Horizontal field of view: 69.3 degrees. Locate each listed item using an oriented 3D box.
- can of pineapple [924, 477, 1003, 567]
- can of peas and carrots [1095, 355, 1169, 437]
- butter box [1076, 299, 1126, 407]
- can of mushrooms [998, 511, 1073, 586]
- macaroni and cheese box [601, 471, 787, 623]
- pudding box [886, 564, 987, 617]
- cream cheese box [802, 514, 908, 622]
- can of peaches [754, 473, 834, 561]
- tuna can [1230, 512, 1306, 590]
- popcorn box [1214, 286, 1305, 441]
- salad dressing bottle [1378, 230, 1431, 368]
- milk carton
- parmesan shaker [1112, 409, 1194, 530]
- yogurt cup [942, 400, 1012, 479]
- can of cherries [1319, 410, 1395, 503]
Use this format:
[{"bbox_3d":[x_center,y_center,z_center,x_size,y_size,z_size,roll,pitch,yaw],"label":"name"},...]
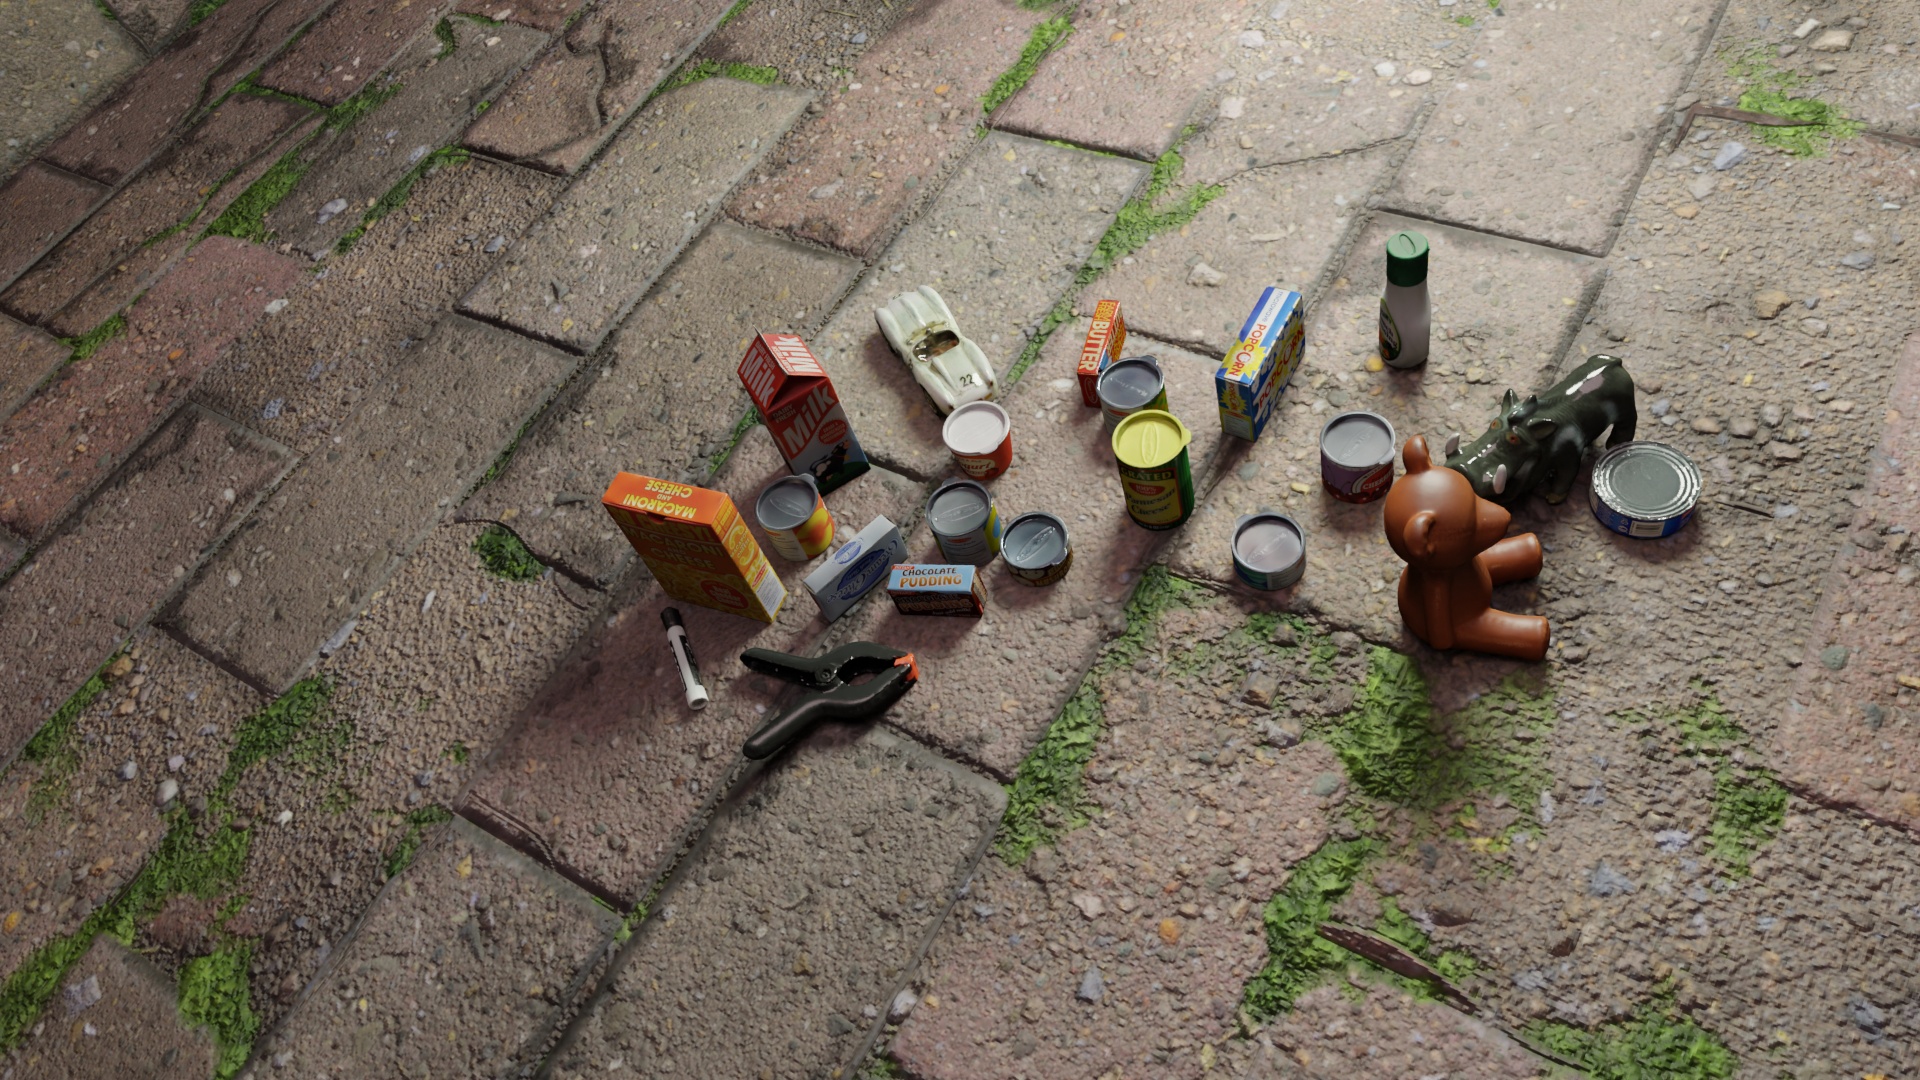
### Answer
[{"bbox_3d":[0.005,-0.017,1.331,0.071,0.057,0.071,-8,54,11],"label":"can of pineapple"},{"bbox_3d":[0.172,-0.140,1.372,0.071,0.058,0.071,-8,54,11],"label":"can of peas and carrots"},{"bbox_3d":[0.145,-0.192,1.421,0.024,0.053,0.104,6,57,20],"label":"butter box"},{"bbox_3d":[0.073,0.009,1.308,0.071,0.033,0.071,-8,54,11],"label":"can of mushrooms"},{"bbox_3d":[-0.249,0.009,1.316,0.124,0.165,0.040,12,59,23],"label":"macaroni and cheese box"},{"bbox_3d":[-0.022,0.046,1.298,0.084,0.049,0.030,1,56,17],"label":"pudding box"},{"bbox_3d":[-0.099,0.026,1.332,0.104,0.053,0.024,-41,55,-15],"label":"cream cheese box"},{"bbox_3d":[-0.163,-0.023,1.382,0.071,0.057,0.071,-8,54,11],"label":"can of peaches"},{"bbox_3d":[0.276,0.009,1.252,0.071,0.032,0.071,-8,54,11],"label":"tuna can"},{"bbox_3d":[0.292,-0.172,1.345,0.038,0.085,0.127,20,63,27],"label":"popcorn box"},{"bbox_3d":[0.419,-0.226,1.309,0.044,0.147,0.064,-16,53,5],"label":"salad dressing bottle"},{"bbox_3d":[-0.159,-0.130,1.376,0.073,0.189,0.072,-31,53,-7],"label":"milk carton"},{"bbox_3d":[0.183,-0.063,1.286,0.071,0.102,0.071,-8,54,11],"label":"parmesan shaker"},{"bbox_3d":[0.020,-0.098,1.387,0.072,0.053,0.073,-8,54,11],"label":"yogurt cup"},{"bbox_3d":[0.365,-0.074,1.271,0.071,0.058,0.072,-8,54,11],"label":"can of cherries"}]
